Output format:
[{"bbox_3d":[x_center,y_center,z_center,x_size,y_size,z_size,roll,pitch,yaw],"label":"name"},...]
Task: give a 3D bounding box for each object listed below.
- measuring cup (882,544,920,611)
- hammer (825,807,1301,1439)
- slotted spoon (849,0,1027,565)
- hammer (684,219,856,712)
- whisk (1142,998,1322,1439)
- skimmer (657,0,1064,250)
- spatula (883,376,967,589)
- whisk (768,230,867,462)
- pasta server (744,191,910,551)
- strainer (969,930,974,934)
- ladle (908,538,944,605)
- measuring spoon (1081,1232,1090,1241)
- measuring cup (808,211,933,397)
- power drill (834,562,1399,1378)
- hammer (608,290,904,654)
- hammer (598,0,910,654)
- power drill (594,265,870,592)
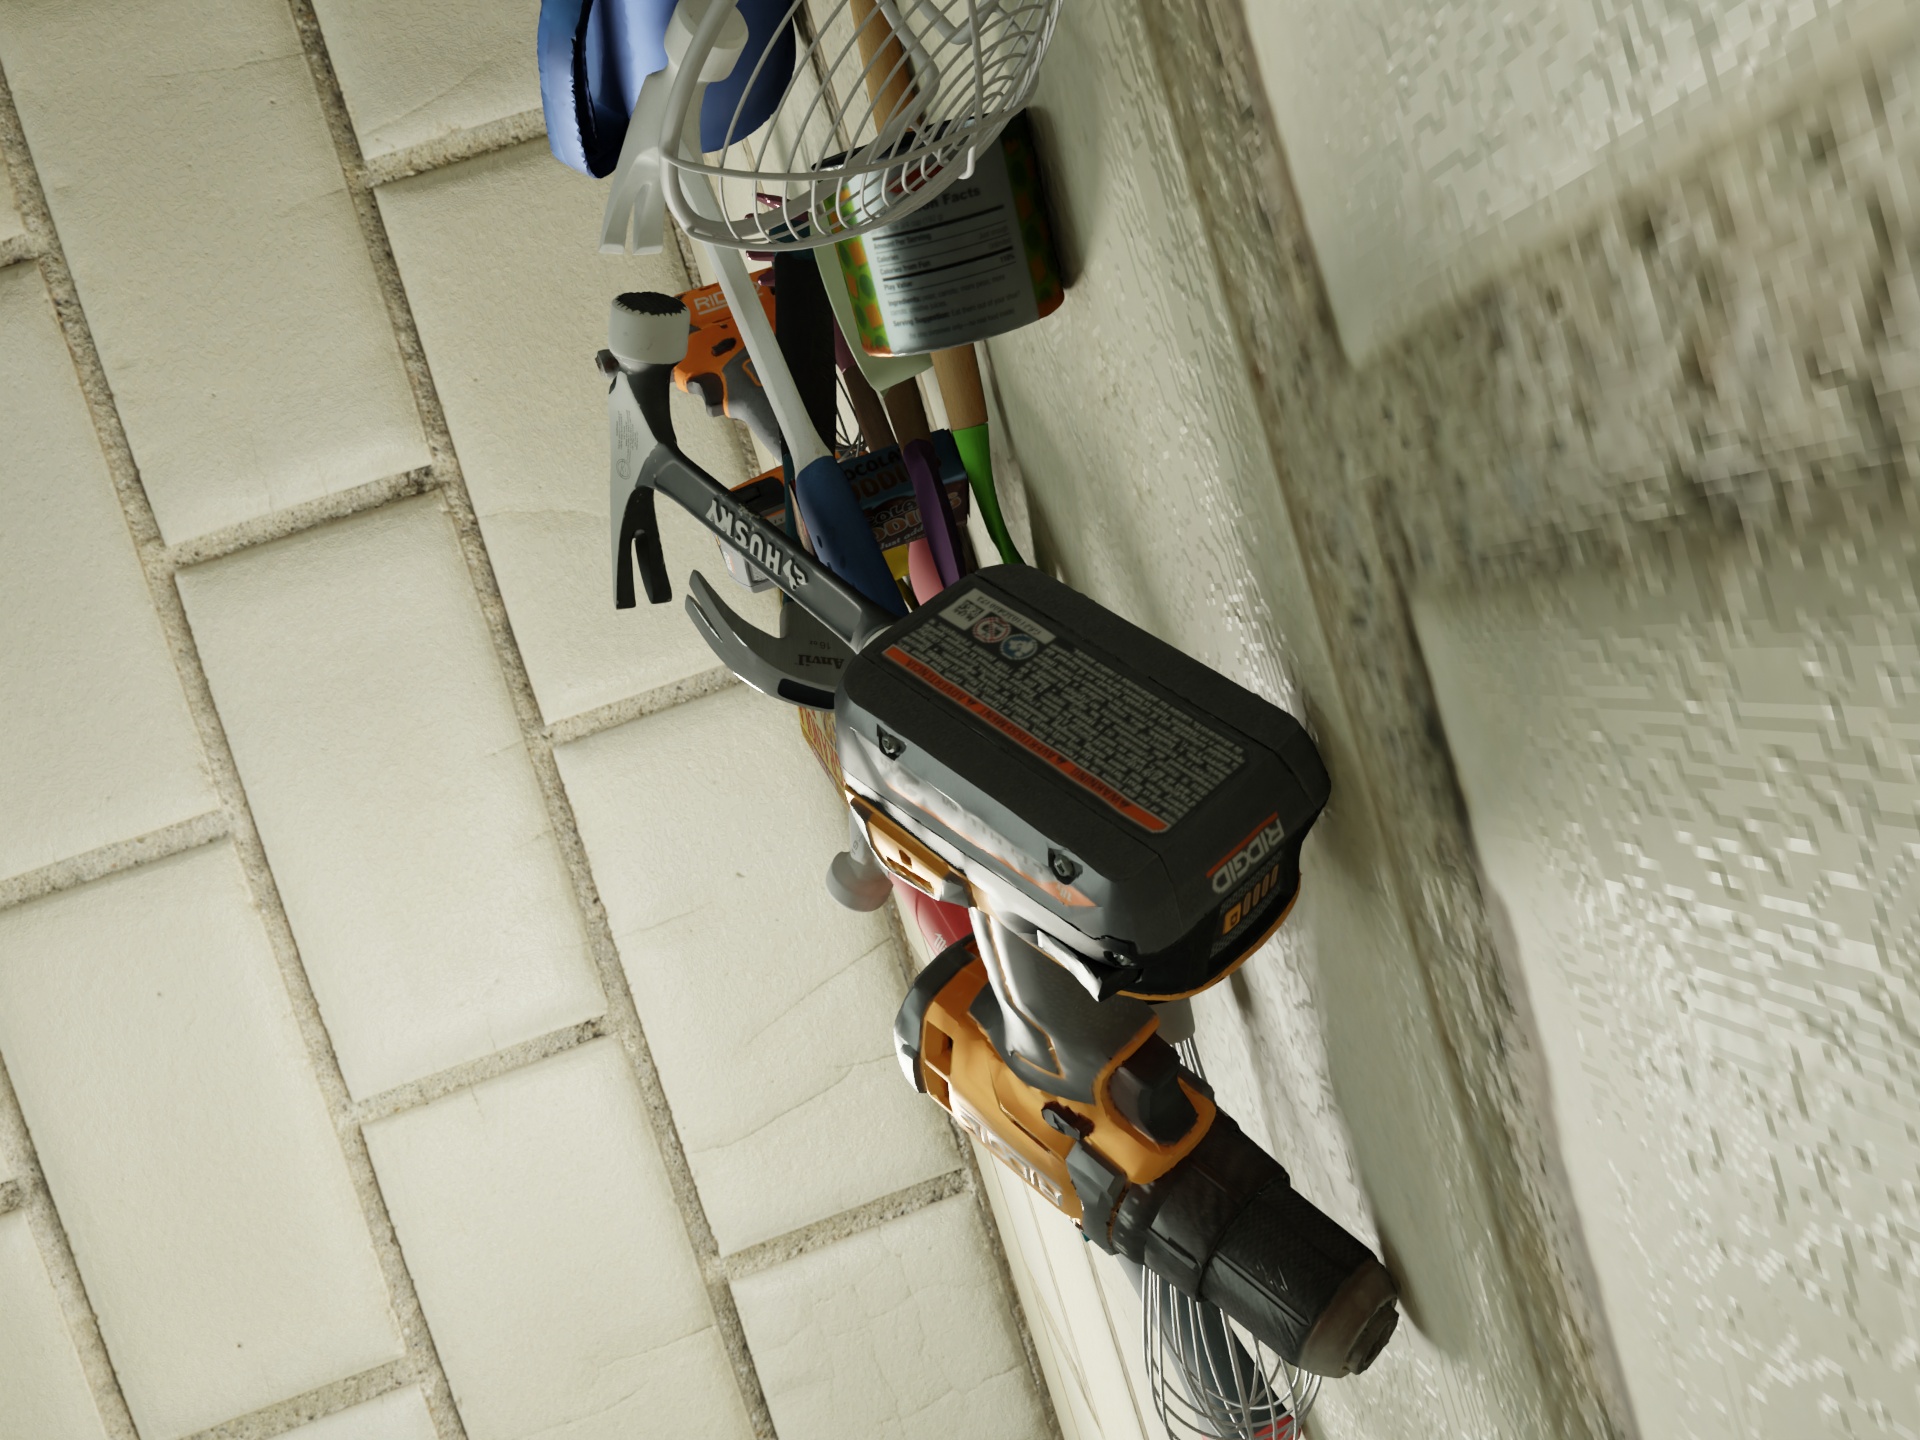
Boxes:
[{"bbox_3d":[-0.034,-0.103,1.041,0.156,0.029,0.062,57,-169,-70],"label":"measuring cup"},{"bbox_3d":[0.048,0.168,0.774,0.387,0.038,0.143,56,136,33],"label":"hammer"},{"bbox_3d":[-0.002,-0.143,0.636,0.070,0.031,0.313,-98,-6,-77],"label":"slotted spoon"},{"bbox_3d":[-0.081,-0.149,0.861,0.033,0.128,0.331,117,154,-53],"label":"hammer"},{"bbox_3d":[0.079,0.140,0.583,0.070,0.070,0.284,-166,64,-82],"label":"whisk"},{"bbox_3d":[-0.047,-0.244,0.471,0.090,0.127,0.364,26,-152,-32],"label":"skimmer"},{"bbox_3d":[-0.024,-0.139,0.728,0.316,0.018,0.059,-105,3,-47],"label":"spatula"},{"bbox_3d":[-0.098,-0.256,1.059,0.055,0.055,0.239,83,172,-56],"label":"whisk"},{"bbox_3d":[-0.063,-0.188,0.964,0.316,0.040,0.060,69,153,17],"label":"pasta server"},{"bbox_3d":[0.026,0.062,0.730,0.050,0.087,0.258,41,-137,-79],"label":"strainer"},{"bbox_3d":[0.030,0.029,0.829,0.069,0.031,0.315,107,144,-74],"label":"ladle"},{"bbox_3d":[0.100,0.371,1.196,0.128,0.021,0.042,65,-177,-66],"label":"measuring spoon"},{"bbox_3d":[-0.029,-0.199,0.719,0.168,0.038,0.083,-78,-32,-68],"label":"measuring cup"},{"bbox_3d":[0.051,0.086,0.460,0.185,0.084,0.226,34,148,32],"label":"power drill"},{"bbox_3d":[-0.042,-0.034,0.636,0.409,0.036,0.149,40,131,40],"label":"hammer"},{"bbox_3d":[-0.070,-0.117,0.710,0.144,0.035,0.406,-43,65,51],"label":"hammer"},{"bbox_3d":[-0.153,-0.208,1.114,0.084,0.164,0.227,91,159,-68],"label":"power drill"}]
